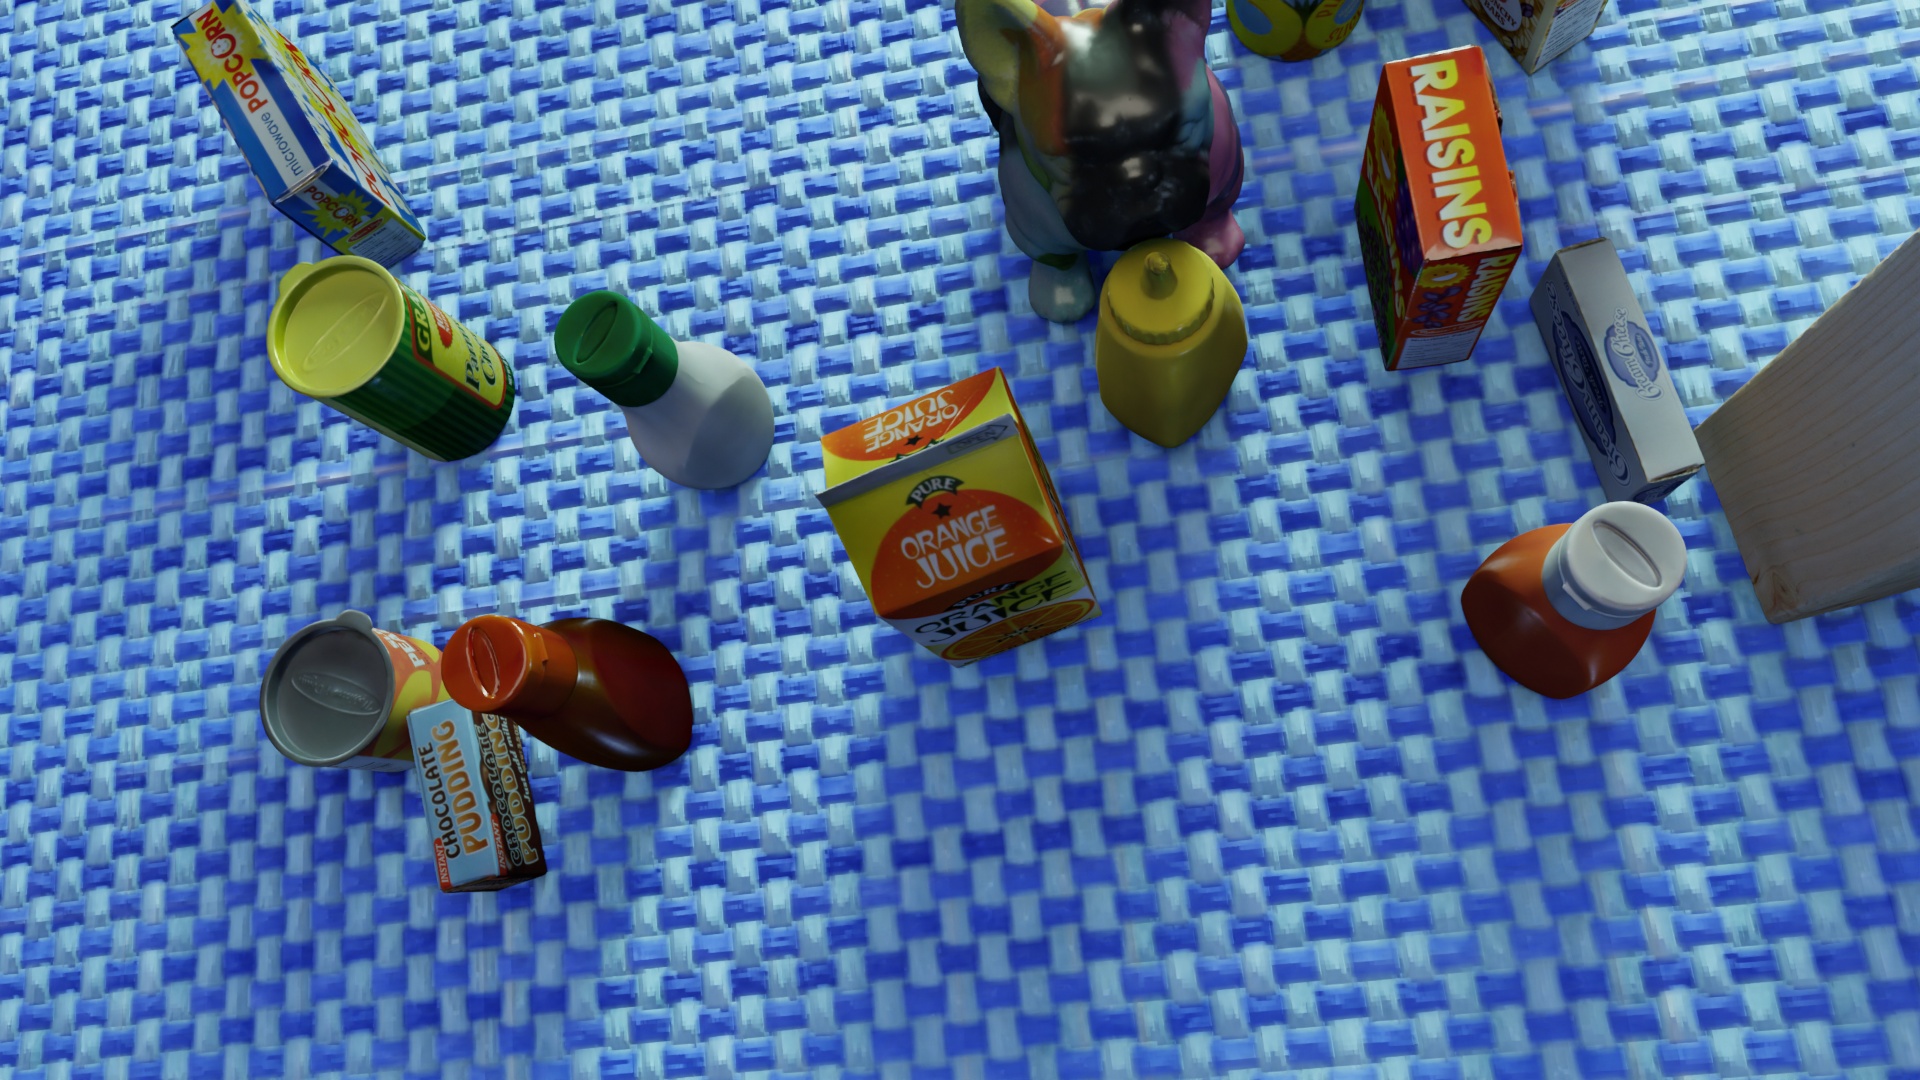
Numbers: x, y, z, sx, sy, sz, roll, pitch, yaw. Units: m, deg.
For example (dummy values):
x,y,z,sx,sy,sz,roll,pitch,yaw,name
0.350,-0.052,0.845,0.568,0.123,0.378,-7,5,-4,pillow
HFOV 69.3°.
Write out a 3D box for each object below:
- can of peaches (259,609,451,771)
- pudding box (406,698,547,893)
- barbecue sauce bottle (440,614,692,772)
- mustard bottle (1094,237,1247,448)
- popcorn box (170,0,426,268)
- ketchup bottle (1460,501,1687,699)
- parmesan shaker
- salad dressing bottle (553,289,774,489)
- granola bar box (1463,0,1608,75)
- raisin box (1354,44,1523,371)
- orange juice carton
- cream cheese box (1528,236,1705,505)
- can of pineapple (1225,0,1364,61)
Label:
x,y,z,sx,sy,sz,roll,pitch,yaw,name
-0.275,0.071,0.643,0.071,0.058,0.071,-2,77,10,can of peaches
-0.218,0.114,0.627,0.030,0.049,0.084,-19,74,6,pudding box
-0.159,0.060,0.577,0.043,0.148,0.065,-22,74,6,barbecue sauce bottle
0.083,-0.085,0.559,0.049,0.160,0.065,35,86,16,mustard bottle
-0.334,-0.205,0.707,0.038,0.085,0.127,-36,73,1,popcorn box
0.225,0.022,0.512,0.043,0.148,0.065,-40,73,0,ketchup bottle
-0.265,-0.085,0.655,0.071,0.103,0.071,-2,77,10,parmesan shaker
-0.125,-0.064,0.600,0.044,0.147,0.064,29,84,16,salad dressing bottle
0.224,-0.303,0.603,0.039,0.124,0.166,-33,73,2,granola bar box
0.193,-0.130,0.568,0.040,0.123,0.086,-8,76,9,raisin box
0.002,-0.007,0.539,0.072,0.192,0.073,-21,74,6,orange juice carton
0.270,-0.067,0.575,0.024,0.053,0.104,-17,74,7,cream cheese box
0.157,-0.264,0.641,0.071,0.058,0.071,-2,77,10,can of pineapple
